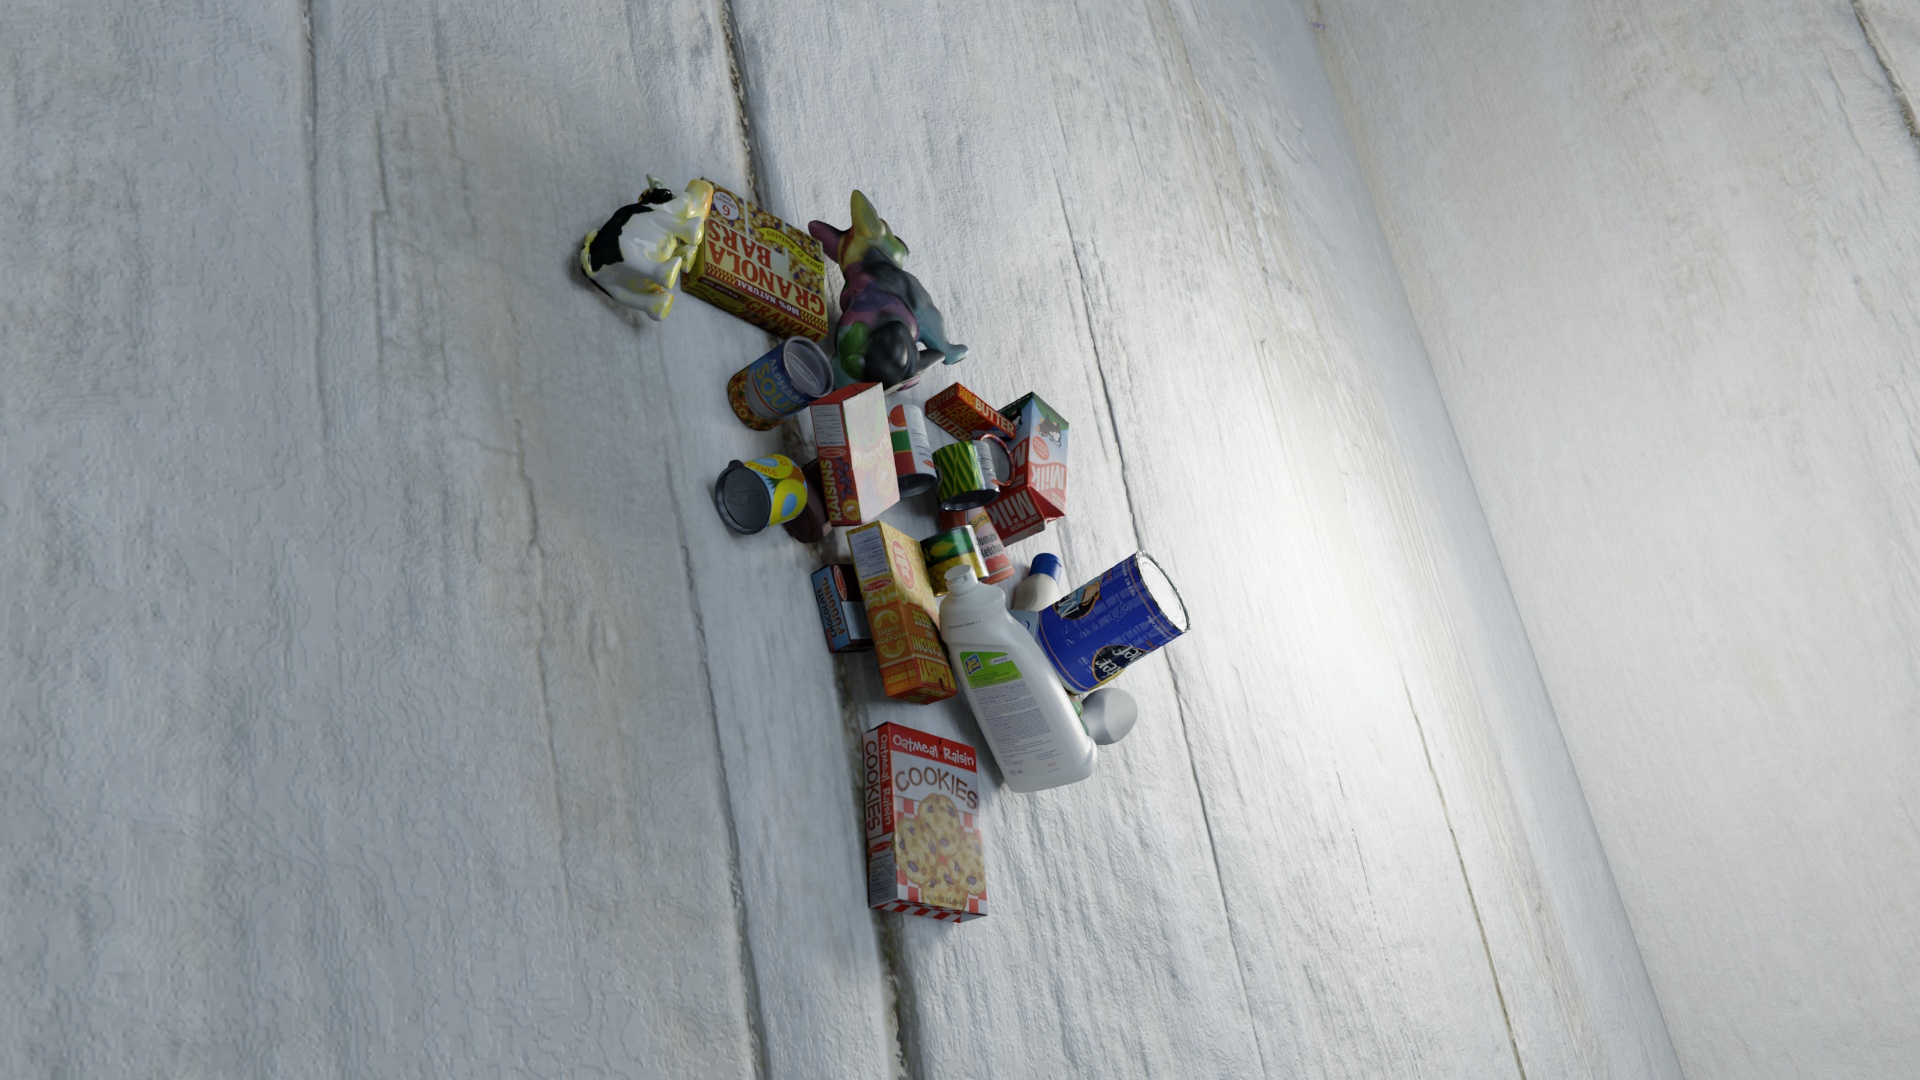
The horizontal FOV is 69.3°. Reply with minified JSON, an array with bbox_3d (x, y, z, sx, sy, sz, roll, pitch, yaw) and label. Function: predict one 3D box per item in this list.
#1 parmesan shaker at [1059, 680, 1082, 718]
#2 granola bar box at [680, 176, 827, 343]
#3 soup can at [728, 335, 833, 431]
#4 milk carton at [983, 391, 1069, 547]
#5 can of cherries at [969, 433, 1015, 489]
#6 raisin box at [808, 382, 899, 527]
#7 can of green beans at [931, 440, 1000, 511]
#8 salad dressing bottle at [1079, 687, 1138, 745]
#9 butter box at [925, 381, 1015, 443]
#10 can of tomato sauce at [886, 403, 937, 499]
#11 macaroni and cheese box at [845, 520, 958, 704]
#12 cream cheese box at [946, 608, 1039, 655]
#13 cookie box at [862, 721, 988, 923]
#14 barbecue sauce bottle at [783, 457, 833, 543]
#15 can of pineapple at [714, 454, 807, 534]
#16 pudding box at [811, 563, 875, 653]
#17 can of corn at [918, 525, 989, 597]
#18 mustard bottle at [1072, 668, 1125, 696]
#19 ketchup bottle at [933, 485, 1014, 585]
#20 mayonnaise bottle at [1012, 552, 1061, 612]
[{"bbox_3d":[0.076,0.161,1.491,0.103,0.071,0.072,51,37,-18],"label":"parmesan shaker"},{"bbox_3d":[-0.211,-0.285,1.435,0.165,0.039,0.124,21,53,-44],"label":"granola bar box"},{"bbox_3d":[-0.177,-0.151,1.354,0.071,0.083,0.072,30,47,-38],"label":"soup can"},{"bbox_3d":[0.077,-0.075,1.643,0.073,0.072,0.191,37,43,-34],"label":"milk carton"},{"bbox_3d":[0.022,-0.083,1.588,0.071,0.058,0.072,30,47,-38],"label":"can of cherries"},{"bbox_3d":[-0.102,-0.084,1.346,0.086,0.040,0.123,-39,125,-60],"label":"raisin box"},{"bbox_3d":[0.004,-0.069,1.492,0.071,0.071,0.058,7,65,-50],"label":"can of green beans"},{"bbox_3d":[0.148,0.208,1.579,0.148,0.044,0.064,-13,92,-53],"label":"salad dressing bottle"},{"bbox_3d":[0.012,-0.140,1.617,0.103,0.053,0.024,34,43,-36],"label":"butter box"},{"bbox_3d":[-0.067,-0.094,1.477,0.071,0.071,0.083,11,60,-49],"label":"can of tomato sauce"},{"bbox_3d":[-0.056,0.073,1.369,0.123,0.040,0.167,31,41,-70],"label":"macaroni and cheese box"},{"bbox_3d":[0.029,0.097,1.455,0.024,0.104,0.054,87,9,-52],"label":"cream cheese box"},{"bbox_3d":[-0.033,0.266,1.311,0.123,0.040,0.168,24,51,-42],"label":"cookie box"},{"bbox_3d":[-0.129,-0.058,1.391,0.064,0.043,0.149,62,33,-18],"label":"barbecue sauce bottle"},{"bbox_3d":[-0.185,-0.045,1.290,0.058,0.071,0.071,-26,90,-56],"label":"can of pineapple"},{"bbox_3d":[-0.110,0.066,1.349,0.050,0.030,0.084,3,66,-50],"label":"pudding box"},{"bbox_3d":[-0.011,0.023,1.474,0.071,0.071,0.058,-8,76,-54],"label":"can of corn"},{"bbox_3d":[0.139,0.145,1.602,0.161,0.048,0.065,-23,89,-54],"label":"mustard bottle"},{"bbox_3d":[0.005,-0.019,1.540,0.065,0.043,0.149,-17,82,-49],"label":"ketchup bottle"},{"bbox_3d":[0.087,0.076,1.587,0.064,0.041,0.149,47,37,-25],"label":"mayonnaise bottle"}]
